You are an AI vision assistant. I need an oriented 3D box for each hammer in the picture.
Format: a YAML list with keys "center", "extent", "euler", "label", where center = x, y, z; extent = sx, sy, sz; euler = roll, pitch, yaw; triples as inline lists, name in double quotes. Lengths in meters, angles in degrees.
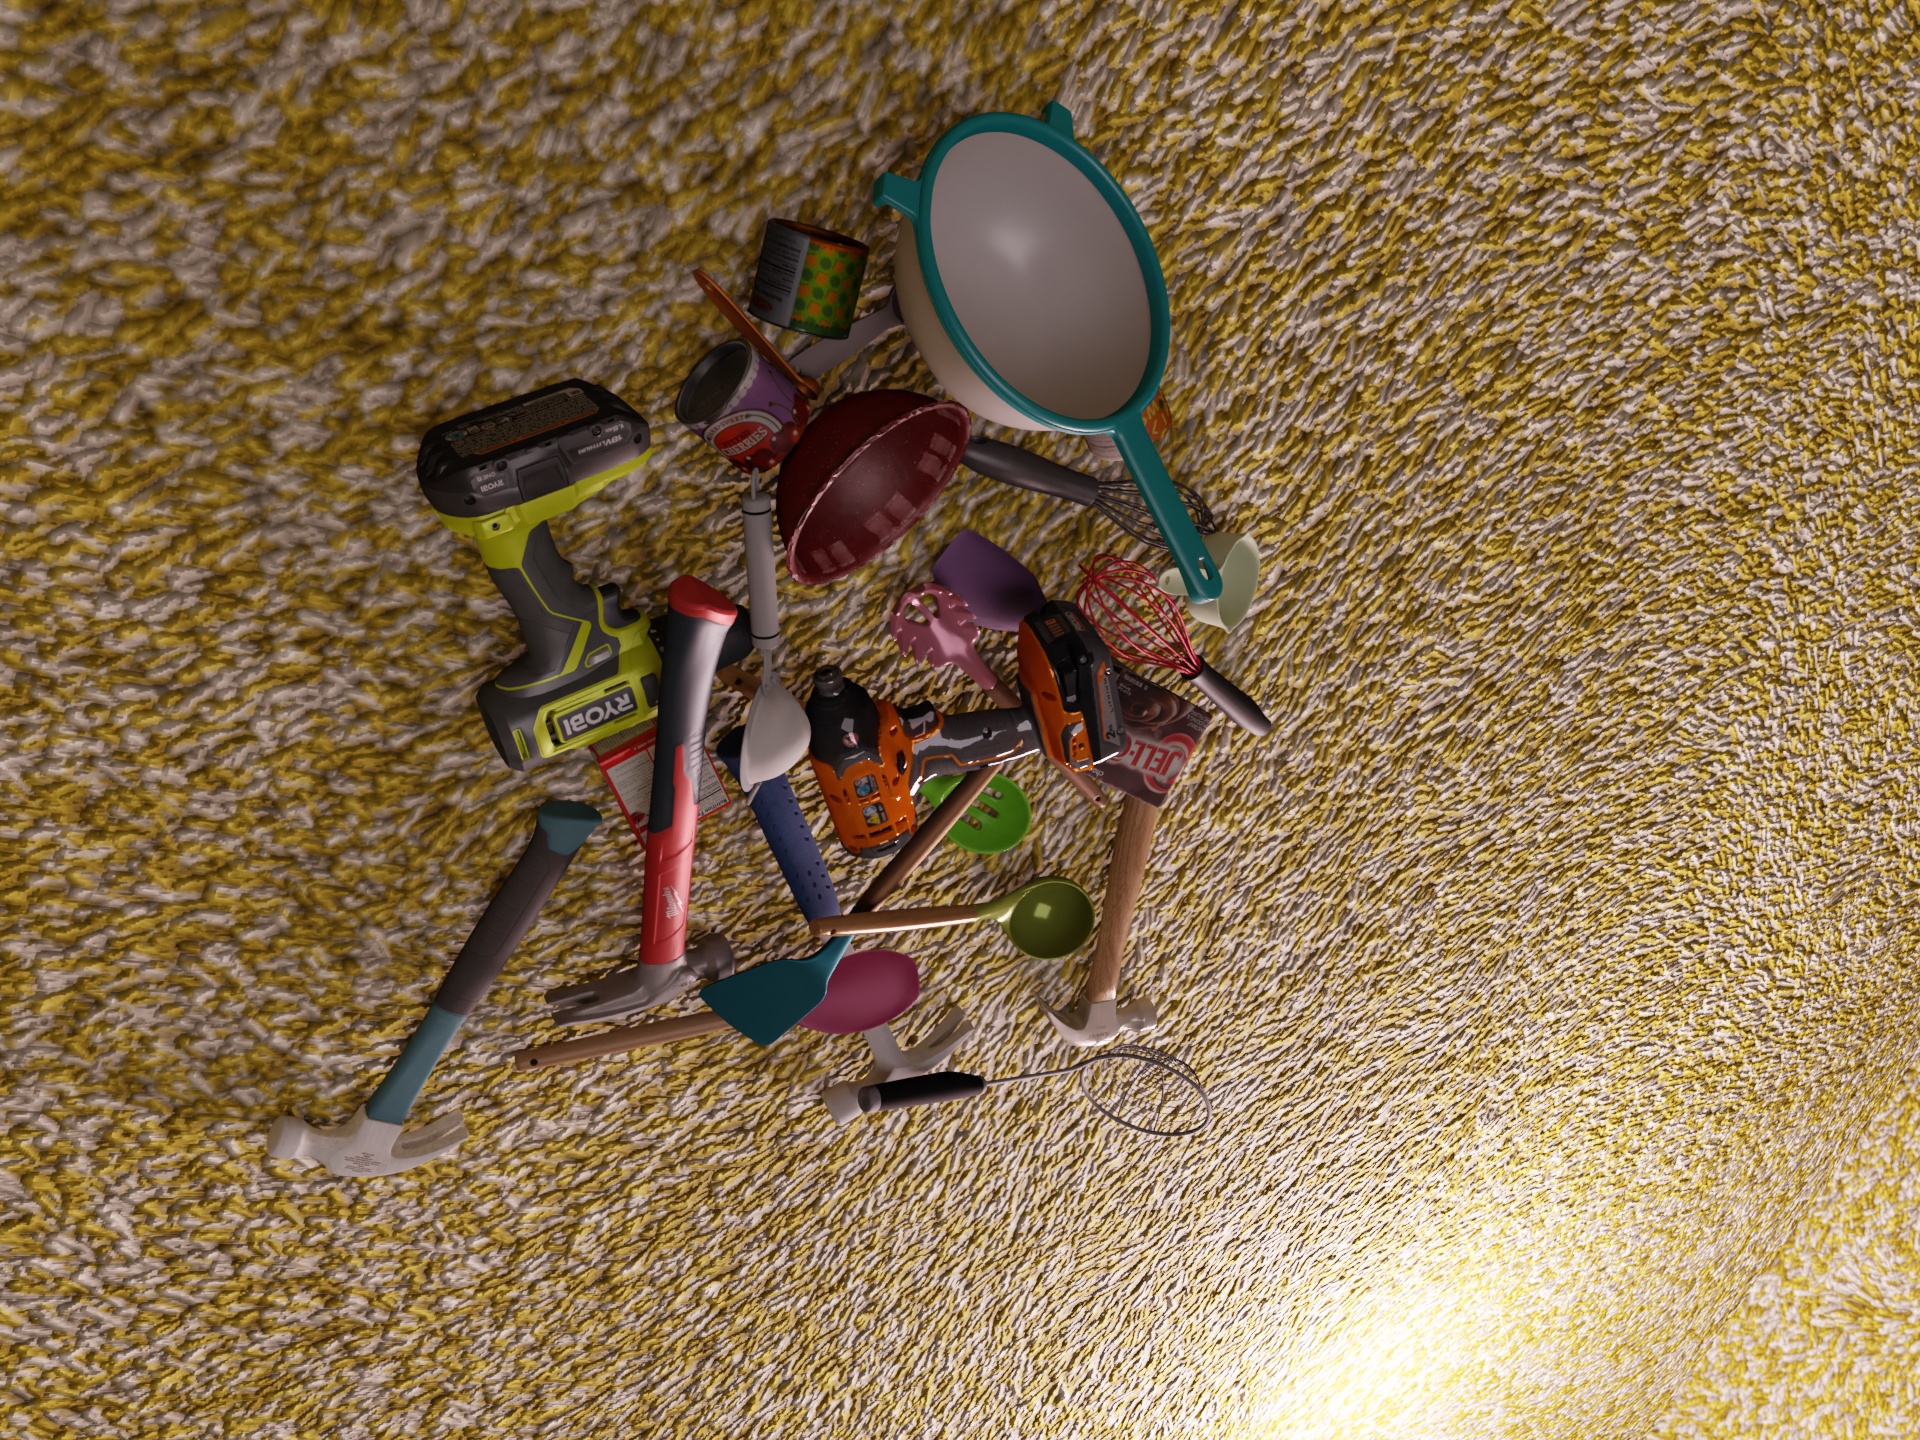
- center: [-0.212, 0.067, 1.093]
  extent: [0.143, 0.038, 0.386]
  euler: [-14, 137, -28]
  label: "hammer"
- center: [-0.361, 0.195, 1.146]
  extent: [0.128, 0.033, 0.331]
  euler: [27, 102, -37]
  label: "hammer"
- center: [0.142, 0.153, 1.414]
  extent: [0.130, 0.031, 0.331]
  euler: [-7, 120, -27]
  label: "hammer"
- center: [-0.100, 0.163, 1.276]
  extent: [0.144, 0.035, 0.405]
  euler: [-28, 128, -12]
  label: "hammer"

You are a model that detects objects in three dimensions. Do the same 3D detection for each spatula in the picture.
- center: [0.093, -0.058, 1.267]
  extent: [0.315, 0.018, 0.060]
  euler: [31, 101, -38]
  label: "spatula"
- center: [-0.065, 0.123, 1.234]
  extent: [0.317, 0.044, 0.082]
  euler: [-48, 122, -8]
  label: "spatula"

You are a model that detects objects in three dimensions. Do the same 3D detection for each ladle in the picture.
- center: [0.000, 0.162, 1.265]
  extent: [0.320, 0.062, 0.078]
  euler: [4, 117, -52]
  label: "ladle"

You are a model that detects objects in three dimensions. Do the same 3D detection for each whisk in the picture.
- center: [0.095, -0.174, 1.185]
  extent: [0.238, 0.055, 0.055]
  euler: [13, 111, -30]
  label: "whisk"
- center: [0.180, -0.051, 1.298]
  extent: [0.073, 0.073, 0.295]
  euler: [-51, 135, 5]
  label: "whisk"

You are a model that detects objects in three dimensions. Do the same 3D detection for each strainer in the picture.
- center: [-0.129, -0.048, 1.070]
  extent: [0.050, 0.087, 0.258]
  euler: [7, 122, 11]
  label: "strainer"
- center: [0.062, -0.218, 1.040]
  extent: [0.211, 0.095, 0.340]
  euler: [-39, 105, -39]
  label: "strainer"

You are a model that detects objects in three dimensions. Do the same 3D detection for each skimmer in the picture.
- center: [0.071, 0.350, 1.431]
  extent: [0.363, 0.090, 0.127]
  euler: [2, 154, -37]
  label: "skimmer"

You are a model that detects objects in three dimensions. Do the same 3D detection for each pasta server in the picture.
- center: [0.040, -0.011, 1.253]
  extent: [0.060, 0.040, 0.315]
  euler: [-39, 131, 6]
  label: "pasta server"

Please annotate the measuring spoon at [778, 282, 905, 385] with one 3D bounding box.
- center: [-0.071, -0.258, 1.058]
  extent: [0.124, 0.018, 0.034]
  euler: [-32, 126, -1]
  label: "measuring spoon"

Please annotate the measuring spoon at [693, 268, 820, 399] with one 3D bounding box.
- center: [-0.129, -0.249, 1.020]
  extent: [0.116, 0.021, 0.011]
  euler: [44, 72, -35]
  label: "measuring spoon"

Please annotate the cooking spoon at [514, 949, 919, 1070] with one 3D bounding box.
- center: [-0.186, 0.234, 1.248]
  extent: [0.319, 0.017, 0.068]
  euler: [-10, 107, -14]
  label: "cooking spoon"

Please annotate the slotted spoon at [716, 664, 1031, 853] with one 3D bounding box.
- center: [-0.062, 0.026, 1.223]
  extent: [0.313, 0.031, 0.070]
  euler: [30, 100, -37]
  label: "slotted spoon"

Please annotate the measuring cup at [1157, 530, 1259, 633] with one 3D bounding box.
- center: [0.181, -0.111, 1.237]
  extent: [0.167, 0.038, 0.083]
  euler: [-6, 108, -54]
  label: "measuring cup"

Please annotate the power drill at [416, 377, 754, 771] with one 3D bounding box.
- center: [-0.234, -0.094, 1.020]
  extent: [0.190, 0.080, 0.228]
  euler: [-25, 130, -21]
  label: "power drill"

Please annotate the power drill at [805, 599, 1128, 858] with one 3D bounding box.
- center: [-0.002, -0.004, 1.163]
  extent: [0.226, 0.084, 0.164]
  euler: [-22, 130, -6]
  label: "power drill"
